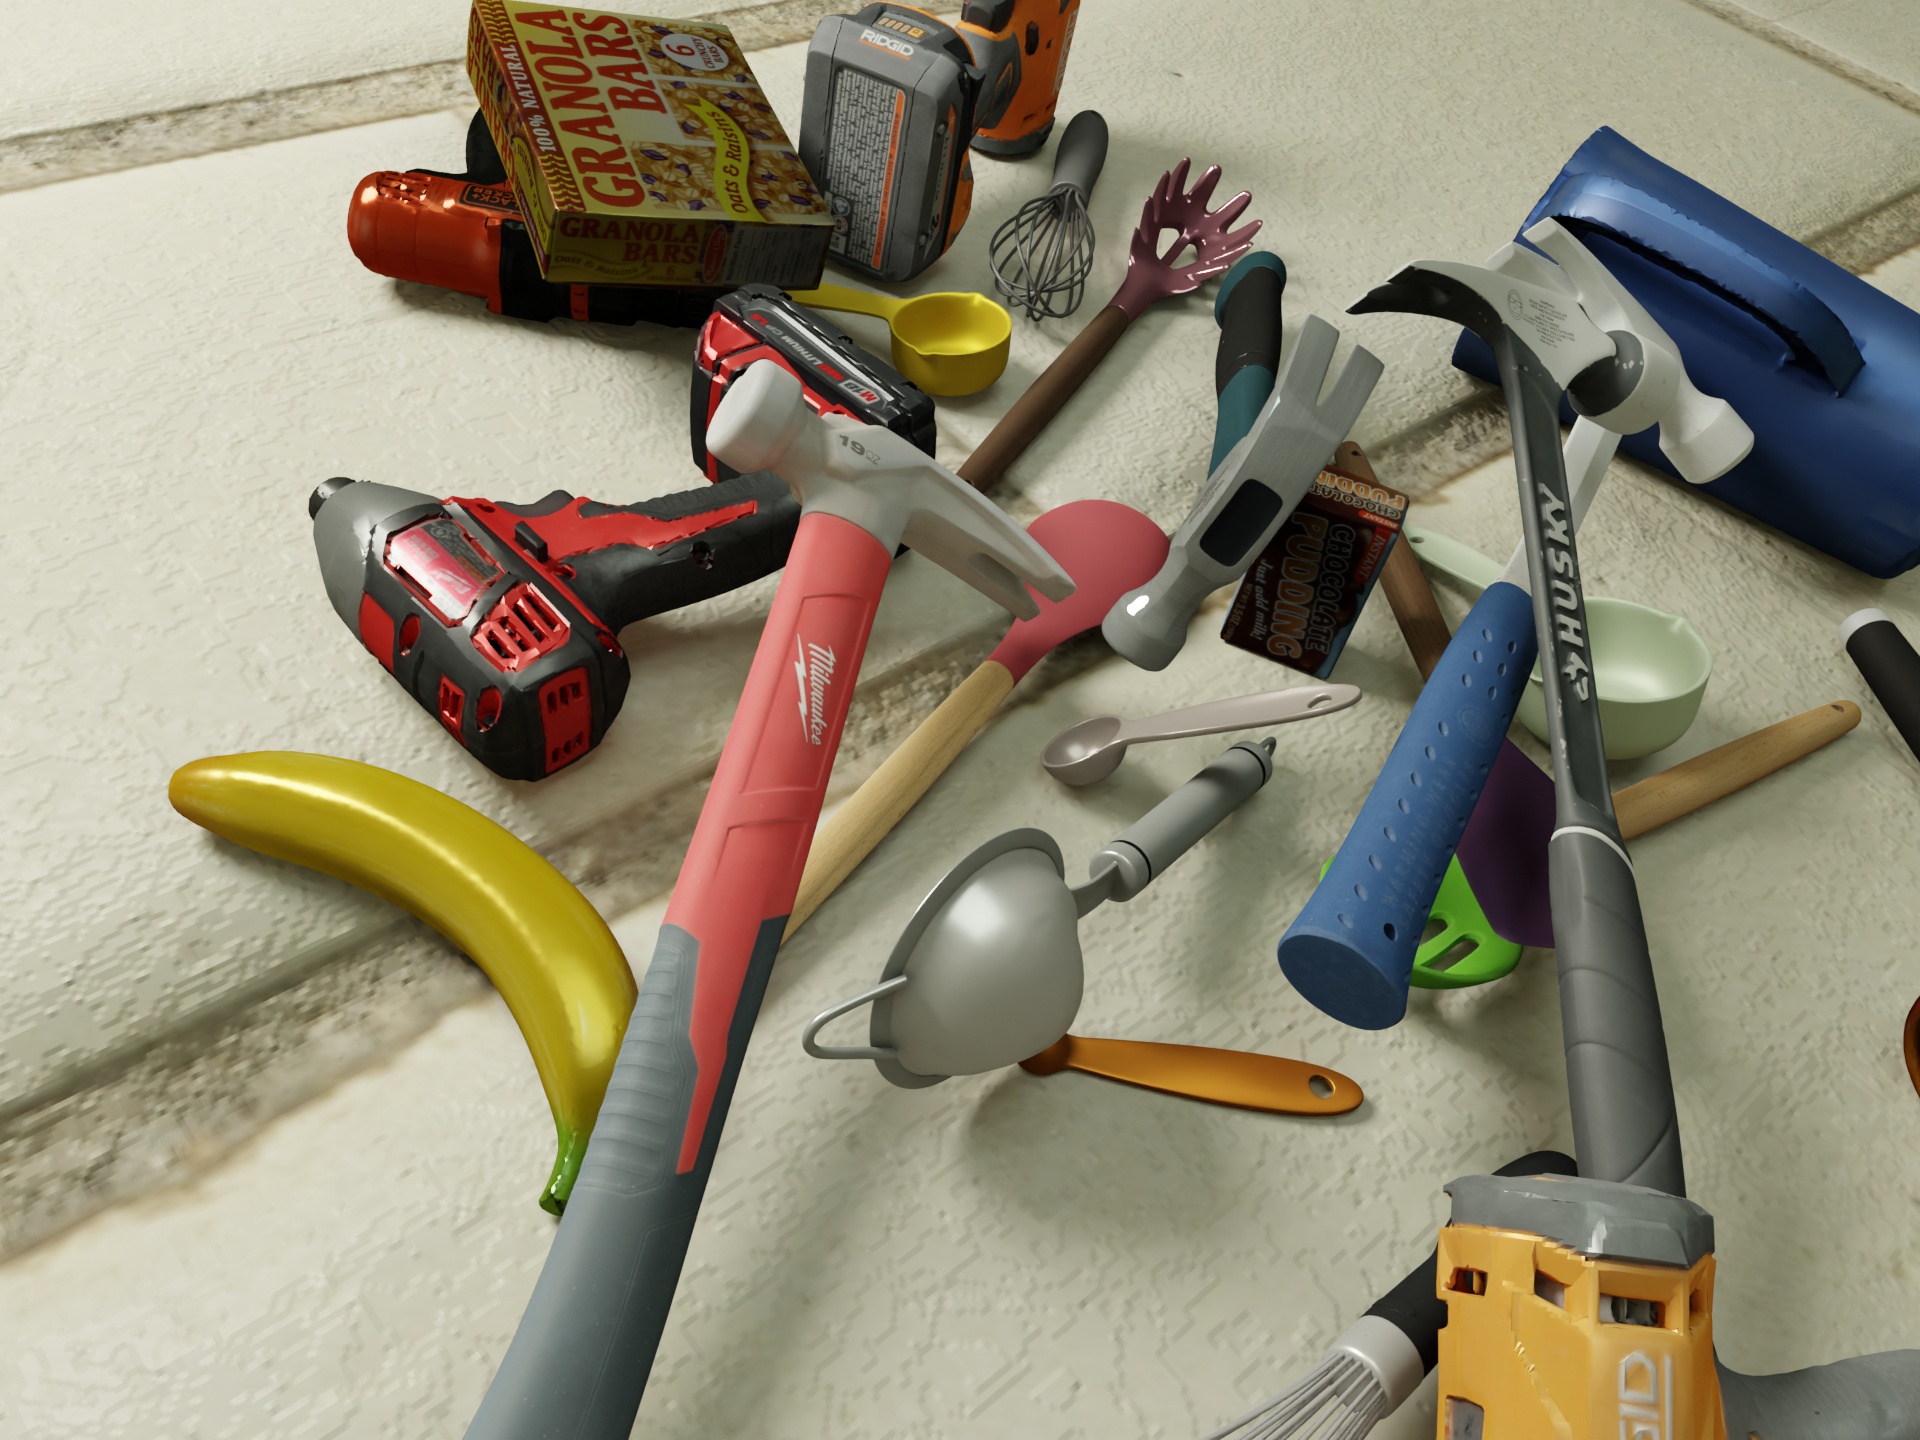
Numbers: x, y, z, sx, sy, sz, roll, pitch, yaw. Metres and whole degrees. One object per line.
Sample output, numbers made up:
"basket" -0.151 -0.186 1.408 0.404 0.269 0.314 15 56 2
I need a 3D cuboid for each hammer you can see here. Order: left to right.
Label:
"hammer" -0.056 0.066 0.468 0.143 0.038 0.387 31 52 -24
"hammer" 0.123 -0.144 0.687 0.033 0.128 0.331 33 30 -8
"hammer" 0.206 -0.052 0.596 0.144 0.035 0.406 45 51 -9
"hammer" 0.199 0.025 0.511 0.149 0.036 0.409 16 62 -28

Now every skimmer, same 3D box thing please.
"skimmer" 0.452 0.066 0.586 0.090 0.127 0.364 -28 39 19

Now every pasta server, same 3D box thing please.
"pasta server" 0.069 -0.189 0.774 0.060 0.040 0.316 40 49 -3

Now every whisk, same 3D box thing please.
"whisk" 0.054 -0.280 0.855 0.055 0.055 0.239 15 41 1
"whisk" 0.089 0.186 0.411 0.284 0.070 0.070 -24 57 -37

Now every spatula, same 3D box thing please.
"spatula" 0.194 -0.026 0.642 0.059 0.018 0.316 5 40 -8

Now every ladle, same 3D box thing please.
"ladle" -0.001 -0.002 0.590 0.069 0.031 0.315 32 50 13

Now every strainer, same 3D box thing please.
"strainer" 0.050 0.052 0.516 0.050 0.086 0.258 24 32 27

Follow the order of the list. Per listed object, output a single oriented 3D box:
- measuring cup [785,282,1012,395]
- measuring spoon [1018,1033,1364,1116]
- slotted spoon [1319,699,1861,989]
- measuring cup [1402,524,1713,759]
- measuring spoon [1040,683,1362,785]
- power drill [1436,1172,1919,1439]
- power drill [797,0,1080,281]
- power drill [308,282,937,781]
"measuring cup" -0.049 -0.188 0.761 0.156 0.029 0.062 17 46 19
"measuring spoon" 0.074 0.110 0.509 0.117 0.011 0.021 10 46 -4
"slotted spoon" 0.256 0.039 0.611 0.313 0.031 0.070 -18 45 -30
"measuring cup" 0.240 -0.037 0.680 0.083 0.038 0.168 -19 37 -20
"measuring spoon" 0.084 0.006 0.561 0.124 0.018 0.034 -11 26 34
"power drill" 0.219 0.215 0.380 0.226 0.084 0.185 10 73 -8
"power drill" 0.001 -0.345 0.820 0.084 0.164 0.227 25 49 9
"power drill" -0.126 -0.078 0.600 0.143 0.078 0.220 39 53 23
